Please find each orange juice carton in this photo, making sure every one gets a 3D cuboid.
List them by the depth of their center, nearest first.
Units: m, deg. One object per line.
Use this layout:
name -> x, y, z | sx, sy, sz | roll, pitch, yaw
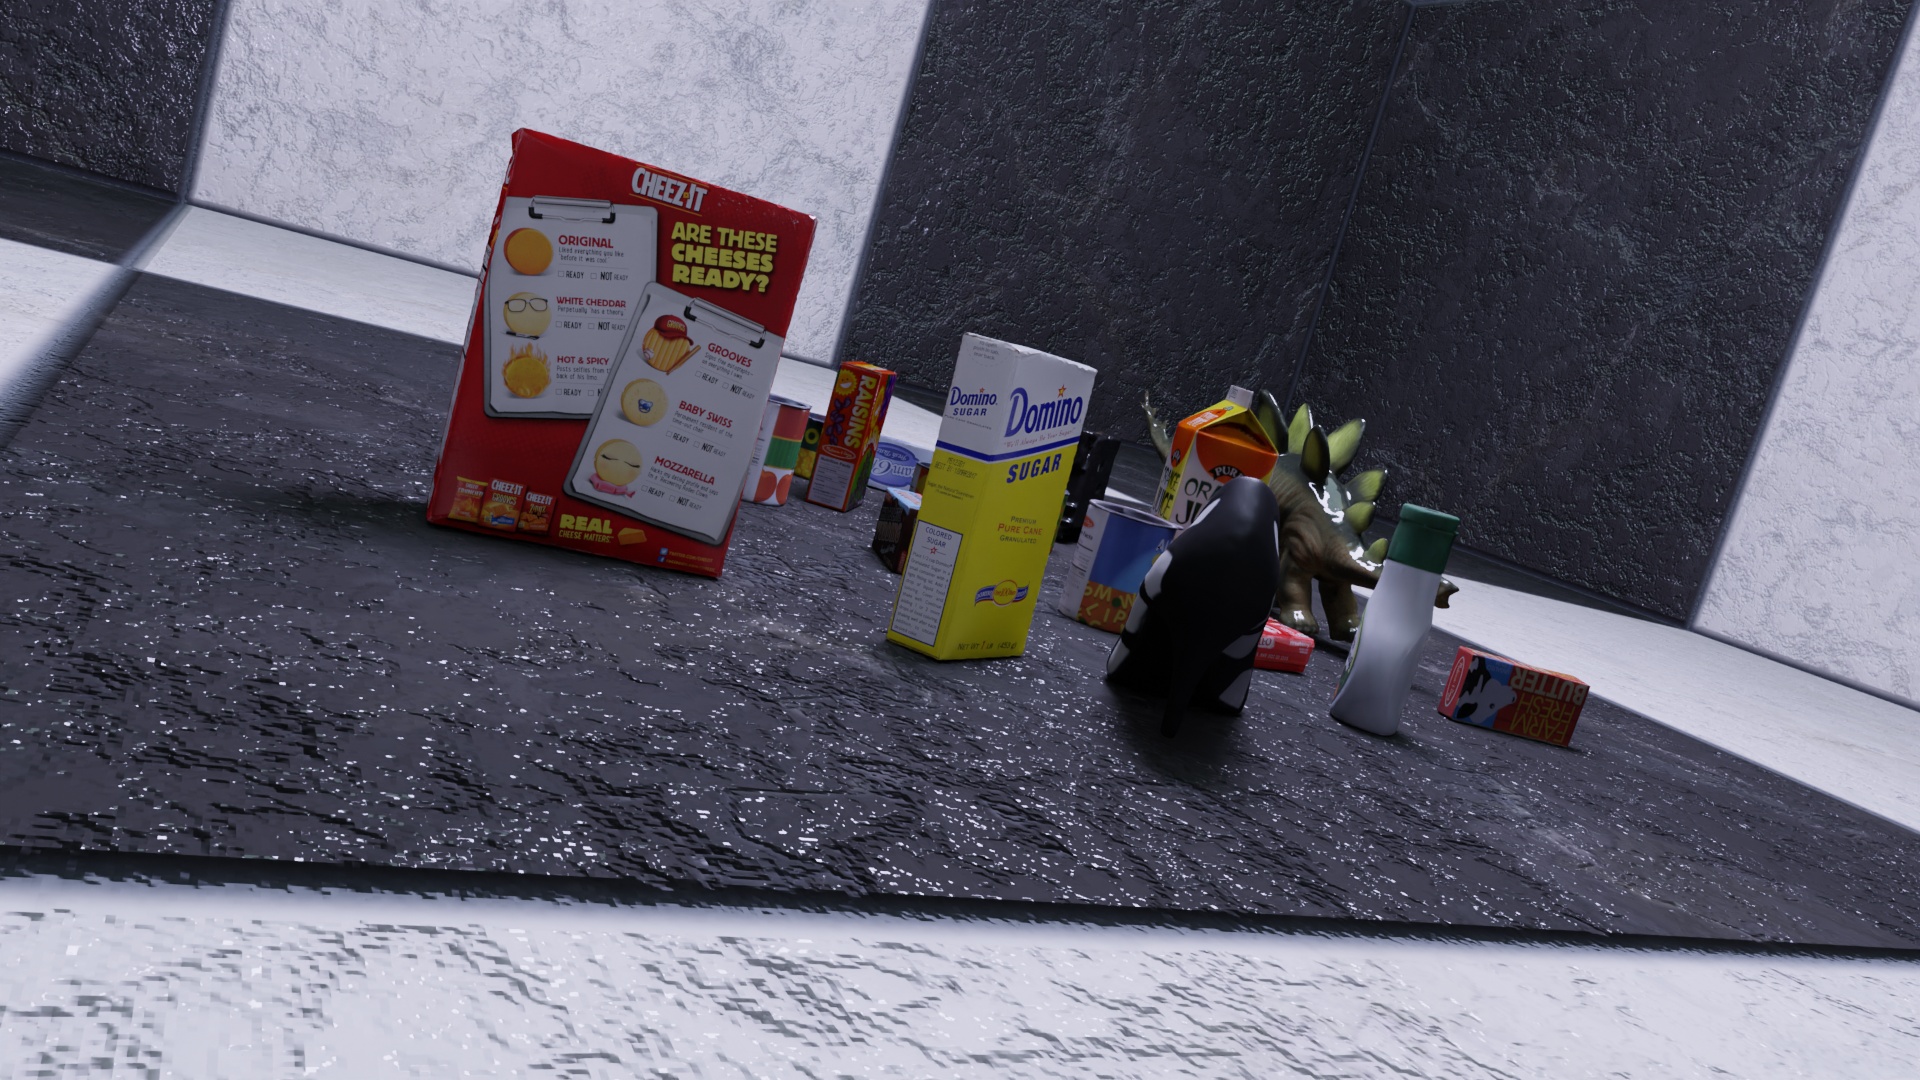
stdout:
orange juice carton -> 0.203, -0.033, 1.142 | 0.073, 0.192, 0.072 | 15, 8, -5

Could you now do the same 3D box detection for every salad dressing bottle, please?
salad dressing bottle -> 0.284, 0.051, 0.903 | 0.044, 0.147, 0.064 | 19, 8, 23

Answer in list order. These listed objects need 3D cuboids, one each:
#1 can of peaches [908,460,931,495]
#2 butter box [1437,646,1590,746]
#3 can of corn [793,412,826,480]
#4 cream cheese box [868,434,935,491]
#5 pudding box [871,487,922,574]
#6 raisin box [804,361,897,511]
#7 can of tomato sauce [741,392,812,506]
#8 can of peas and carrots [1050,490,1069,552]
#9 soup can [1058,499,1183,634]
can of peaches -> -0.011, -0.031, 1.189 | 0.071, 0.058, 0.071 | 16, 8, -2
butter box -> 0.412, 0.117, 1.035 | 0.103, 0.053, 0.024 | 14, 8, -13
can of corn -> -0.132, -0.088, 1.331 | 0.071, 0.058, 0.071 | 16, 8, -2
cream cheese box -> -0.069, -0.075, 1.383 | 0.104, 0.053, 0.024 | 16, 8, -1
pudding box -> -0.038, -0.007, 1.007 | 0.030, 0.049, 0.084 | 14, 9, -16
raisin box -> -0.094, -0.092, 1.204 | 0.040, 0.123, 0.086 | 17, 8, 5
can of tomato sauce -> -0.161, -0.076, 1.115 | 0.071, 0.083, 0.071 | 16, 8, -2
can of peas and carrots -> 0.063, -0.025, 1.286 | 0.071, 0.058, 0.071 | 16, 8, -2
soup can -> 0.116, 0.020, 1.004 | 0.071, 0.083, 0.071 | 16, 8, -2
